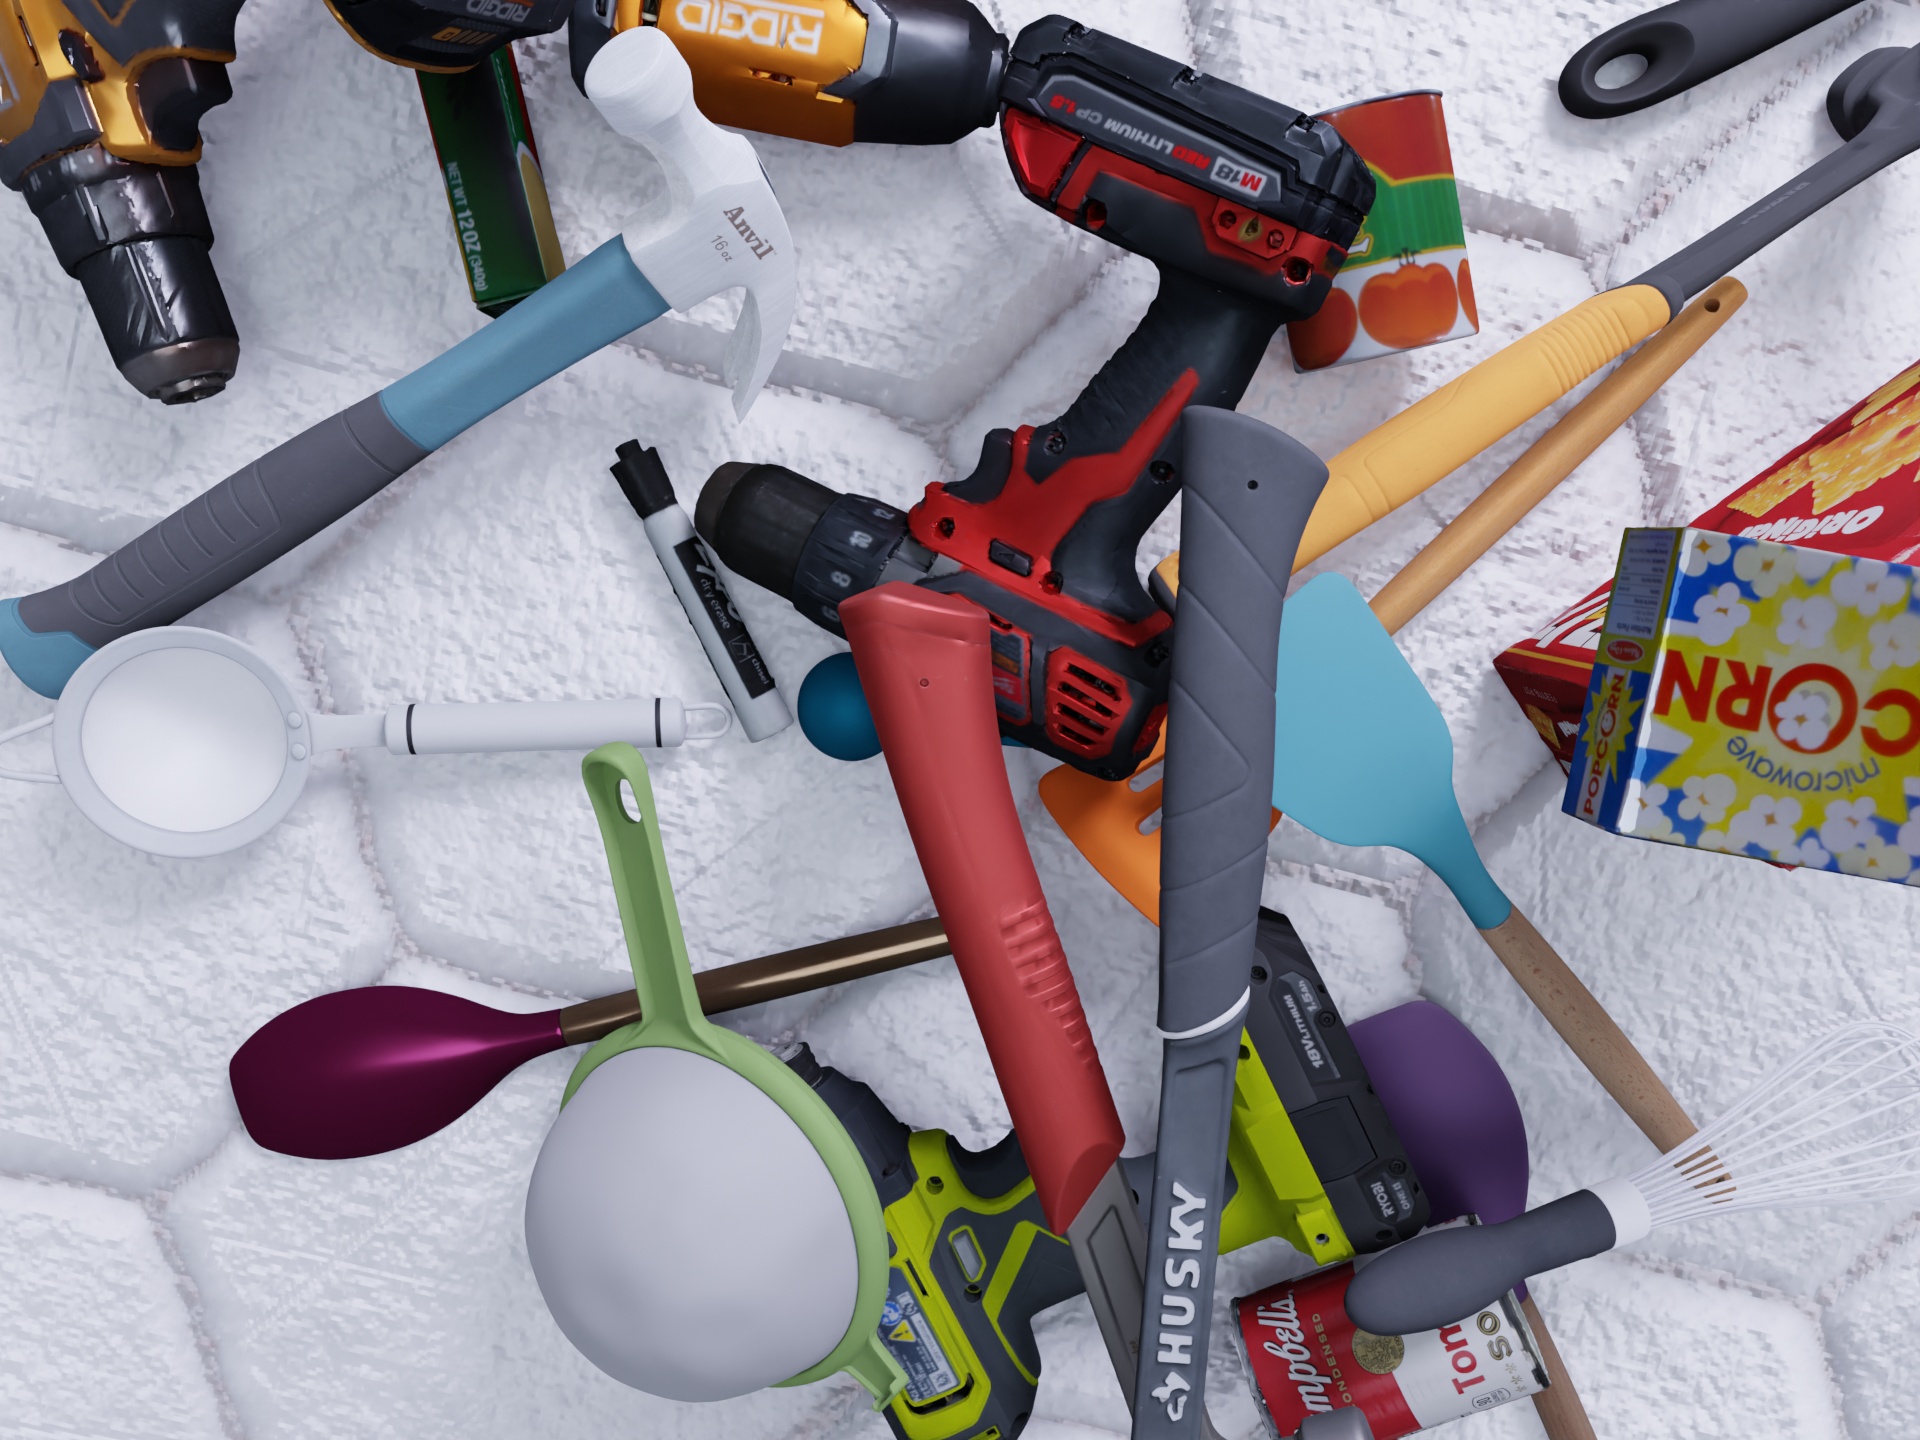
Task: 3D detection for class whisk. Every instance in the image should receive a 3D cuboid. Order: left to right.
[{"bbox_3d":[0.266,0.171,0.582,0.284,0.070,0.070,-14,99,-16],"label":"whisk"},{"bbox_3d":[0.355,-0.282,0.560,0.296,0.073,0.073,-22,98,8],"label":"whisk"}]

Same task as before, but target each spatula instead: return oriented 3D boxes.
[{"bbox_3d":[0.171,-0.053,0.592,0.322,0.041,0.081,-43,72,3],"label":"spatula"},{"bbox_3d":[0.206,0.083,0.594,0.082,0.044,0.317,-45,112,-5],"label":"spatula"},{"bbox_3d":[0.236,0.256,0.648,0.060,0.018,0.316,-23,98,12],"label":"spatula"}]

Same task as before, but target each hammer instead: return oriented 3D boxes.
[{"bbox_3d":[-0.203,-0.098,0.549,0.331,0.128,0.033,-28,53,12],"label":"hammer"},{"bbox_3d":[0.023,0.128,0.542,0.149,0.037,0.359,-18,99,9],"label":"hammer"},{"bbox_3d":[0.069,0.110,0.499,0.149,0.036,0.409,3,99,1],"label":"hammer"},{"bbox_3d":[0.214,-0.127,0.554,0.337,0.127,0.034,-33,108,9],"label":"hammer"}]

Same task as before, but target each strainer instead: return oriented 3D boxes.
[{"bbox_3d":[-0.215,0.005,0.591,0.258,0.050,0.087,-2,104,-7],"label":"strainer"},{"bbox_3d":[-0.112,0.138,0.556,0.151,0.069,0.256,0,107,30],"label":"strainer"}]

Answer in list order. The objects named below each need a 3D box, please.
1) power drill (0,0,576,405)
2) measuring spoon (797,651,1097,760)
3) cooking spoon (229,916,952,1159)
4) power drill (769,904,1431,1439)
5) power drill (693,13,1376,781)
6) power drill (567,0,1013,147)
[{"bbox_3d":[-0.230,-0.217,0.507,0.226,0.084,0.185,-14,98,29],"label":"power drill"},{"bbox_3d":[-0.001,-0.002,0.590,0.128,0.021,0.042,4,93,11],"label":"measuring spoon"},{"bbox_3d":[-0.129,0.113,0.618,0.319,0.017,0.068,-14,99,1],"label":"cooking spoon"},{"bbox_3d":[0.044,0.165,0.602,0.223,0.080,0.171,-26,97,6],"label":"power drill"},{"bbox_3d":[0.018,-0.111,0.540,0.188,0.080,0.226,27,110,12],"label":"power drill"},{"bbox_3d":[-0.034,-0.311,0.533,0.164,0.084,0.226,10,102,-3],"label":"power drill"}]
